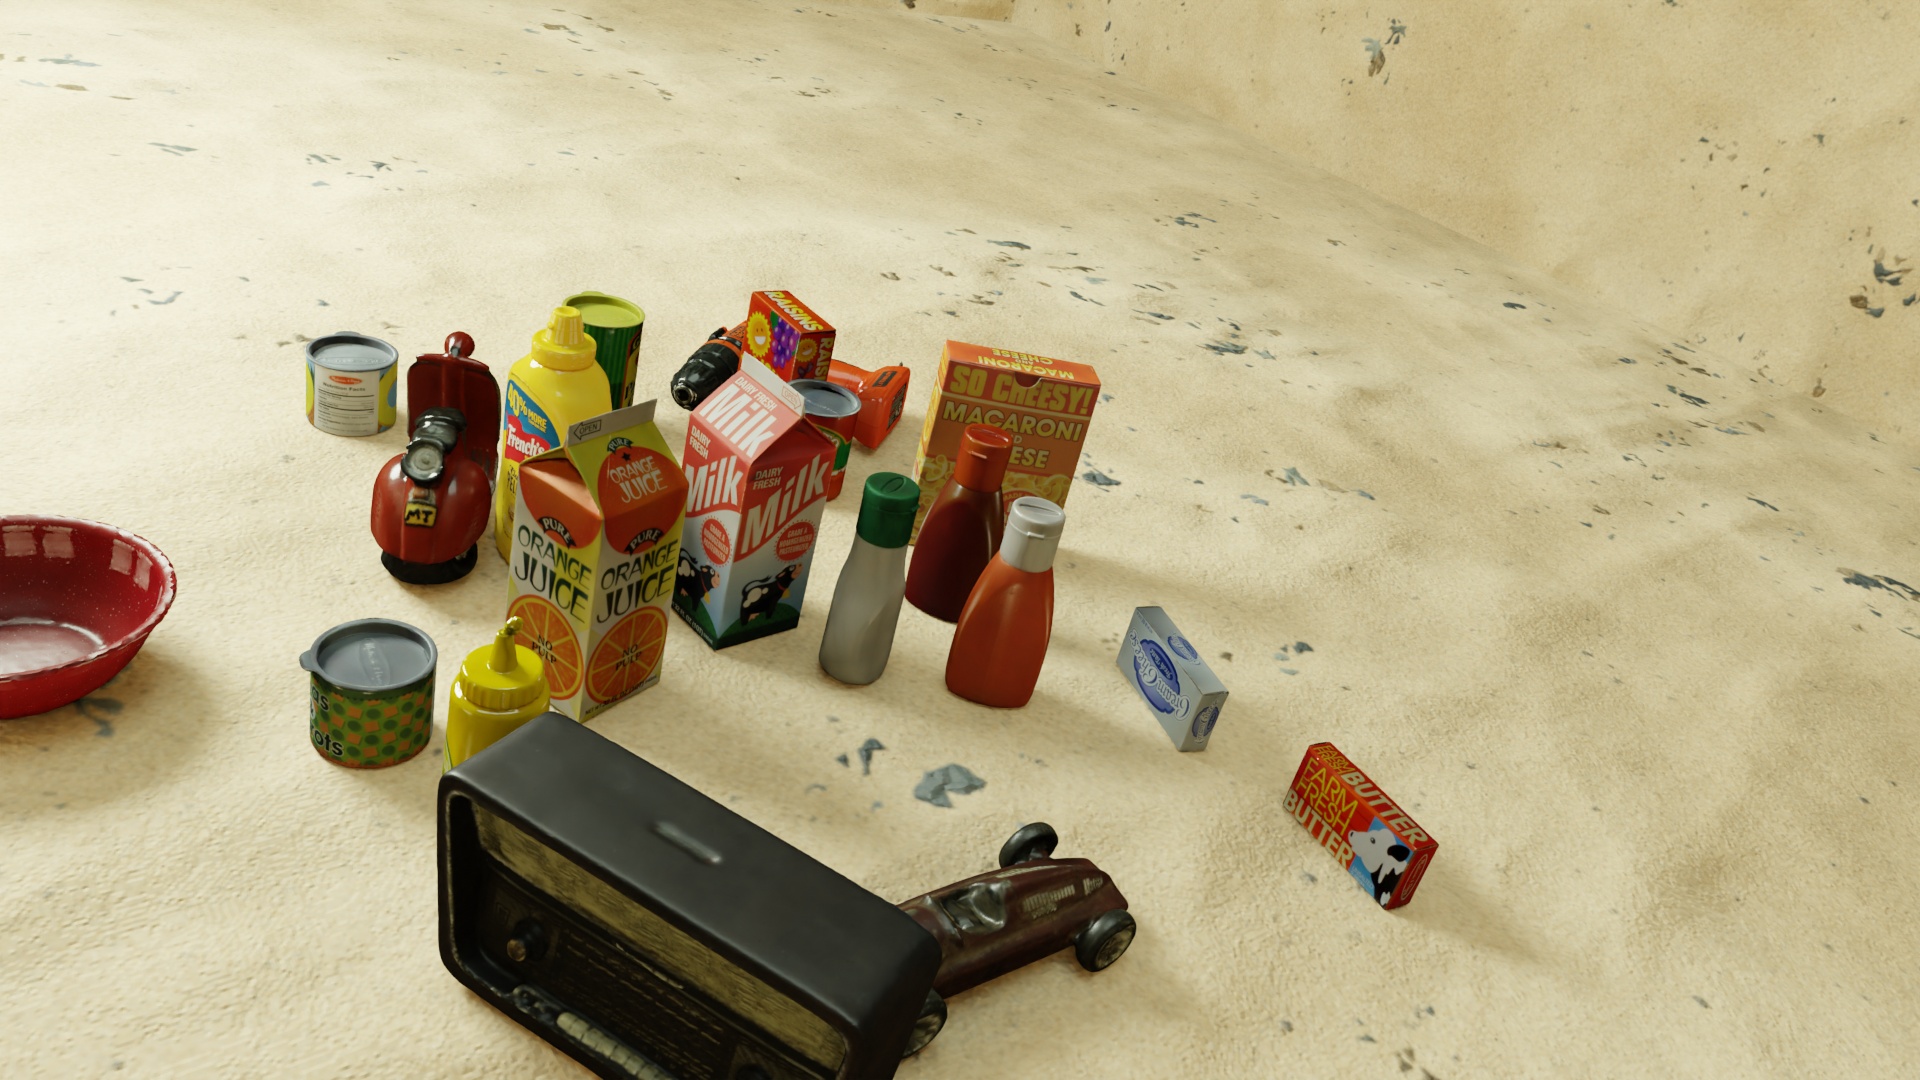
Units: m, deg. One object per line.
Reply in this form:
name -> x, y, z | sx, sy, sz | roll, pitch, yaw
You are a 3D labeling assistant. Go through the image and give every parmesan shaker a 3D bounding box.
parmesan shaker -> -0.301, -0.145, 1.151 | 0.071, 0.102, 0.071 | 12, 29, -7

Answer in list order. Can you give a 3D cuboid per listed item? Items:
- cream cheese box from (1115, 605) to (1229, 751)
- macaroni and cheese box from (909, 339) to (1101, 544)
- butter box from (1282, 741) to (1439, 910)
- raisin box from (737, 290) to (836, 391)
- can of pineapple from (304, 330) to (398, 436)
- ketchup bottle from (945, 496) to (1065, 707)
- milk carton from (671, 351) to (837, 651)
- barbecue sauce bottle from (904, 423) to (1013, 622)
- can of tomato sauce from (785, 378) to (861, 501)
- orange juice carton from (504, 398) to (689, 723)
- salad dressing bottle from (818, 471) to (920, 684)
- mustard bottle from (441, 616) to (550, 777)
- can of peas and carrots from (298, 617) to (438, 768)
cream cheese box -> 0.150, 0.098, 0.994 | 0.024, 0.053, 0.104 | 0, 33, -25
macaroni and cheese box -> 0.030, -0.067, 1.107 | 0.124, 0.165, 0.040 | 8, 30, -12
butter box -> 0.256, 0.183, 0.898 | 0.024, 0.052, 0.104 | -5, 35, -32
raisin box -> -0.153, -0.142, 1.193 | 0.040, 0.122, 0.086 | -9, 37, -37
can of pineapple -> -0.471, -0.122, 1.077 | 0.071, 0.057, 0.071 | 12, 29, -7
ketchup bottle -> 0.035, 0.043, 0.939 | 0.065, 0.148, 0.044 | 13, 29, -5
milk carton -> -0.141, -0.027, 0.934 | 0.074, 0.189, 0.072 | -15, 41, -42
barbecue sauce bottle -> 0.004, -0.013, 1.019 | 0.065, 0.147, 0.044 | 21, 30, 10
can of tomato sauce -> -0.123, -0.081, 1.144 | 0.071, 0.082, 0.071 | 12, 29, -7
orange juice carton -> -0.219, 0.006, 0.838 | 0.073, 0.191, 0.072 | 29, 32, 23
salad dressing bottle -> -0.059, 0.026, 0.925 | 0.044, 0.147, 0.064 | 24, 30, 16
mustard bottle -> -0.235, 0.101, 0.701 | 0.049, 0.159, 0.065 | 1, 32, -23
can of peas and carrots -> -0.334, 0.087, 0.783 | 0.071, 0.058, 0.071 | 12, 29, -7
